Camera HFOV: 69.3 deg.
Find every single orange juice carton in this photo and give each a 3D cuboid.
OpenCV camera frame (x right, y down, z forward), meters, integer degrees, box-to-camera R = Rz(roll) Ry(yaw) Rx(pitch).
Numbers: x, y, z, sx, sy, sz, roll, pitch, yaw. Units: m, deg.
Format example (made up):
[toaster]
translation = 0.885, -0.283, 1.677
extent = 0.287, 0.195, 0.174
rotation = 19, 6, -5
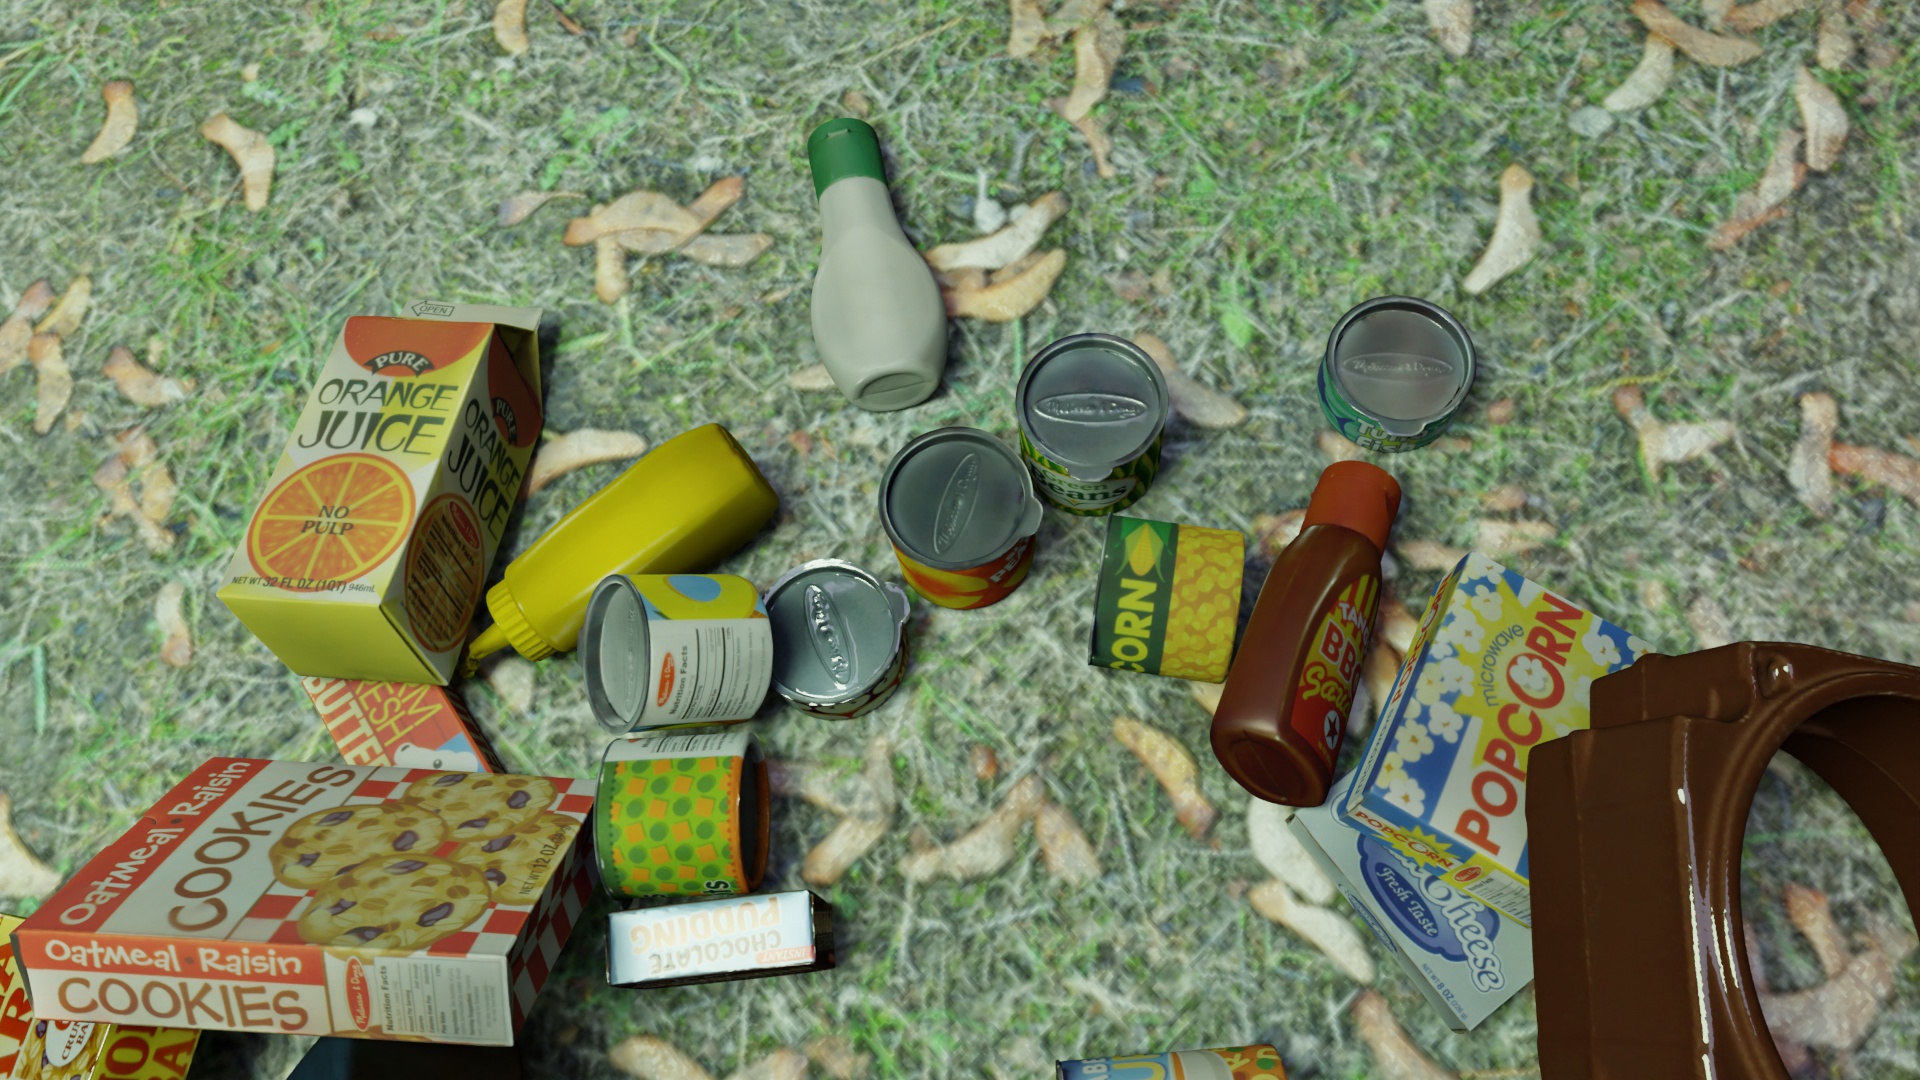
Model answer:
[orange juice carton]
translation = -0.247, -0.036, 0.626
extent = 0.072, 0.072, 0.193
rotation = 3, 56, 7

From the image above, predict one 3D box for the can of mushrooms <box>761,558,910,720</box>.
[can of mushrooms]
translation = -0.054, 0.043, 0.612
extent = 0.071, 0.033, 0.071
rotation = -2, 69, 5

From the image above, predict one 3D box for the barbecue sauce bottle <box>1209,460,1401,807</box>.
[barbecue sauce bottle]
translation = 0.148, 0.033, 0.581
extent = 0.043, 0.064, 0.149
rotation = 1, 51, 37

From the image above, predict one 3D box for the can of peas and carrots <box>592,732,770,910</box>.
[can of peas and carrots]
translation = -0.113, 0.116, 0.573
extent = 0.059, 0.070, 0.071
rotation = -4, 69, 3

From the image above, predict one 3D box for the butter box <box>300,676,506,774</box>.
[butter box]
translation = -0.244, 0.088, 0.615
extent = 0.053, 0.024, 0.104
rotation = -35, 70, -8

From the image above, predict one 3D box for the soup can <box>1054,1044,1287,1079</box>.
[soup can]
translation = 0.079, 0.222, 0.513
extent = 0.084, 0.071, 0.071
rotation = -6, 69, 2

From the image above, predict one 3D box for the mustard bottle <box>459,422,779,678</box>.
[mustard bottle]
translation = -0.159, 0.010, 0.618
extent = 0.160, 0.065, 0.049
rotation = -34, 74, -3

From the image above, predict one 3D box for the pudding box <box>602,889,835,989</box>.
[pudding box]
translation = -0.096, 0.162, 0.561
extent = 0.084, 0.049, 0.030
rotation = -6, 70, 2

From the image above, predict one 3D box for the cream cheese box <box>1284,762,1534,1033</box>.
[cream cheese box]
translation = 0.186, 0.138, 0.560
extent = 0.053, 0.024, 0.104
rotation = -35, 71, -10

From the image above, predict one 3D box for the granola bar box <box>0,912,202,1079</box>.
[granola bar box]
translation = -0.360, 0.236, 0.535
extent = 0.124, 0.039, 0.166
rotation = -3, 66, 34

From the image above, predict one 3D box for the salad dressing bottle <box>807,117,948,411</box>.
[salad dressing bottle]
translation = -0.045, -0.136, 0.674
extent = 0.064, 0.044, 0.148
rotation = -13, 68, 2

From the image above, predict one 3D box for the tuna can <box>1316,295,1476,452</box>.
[tuna can]
translation = 0.198, -0.073, 0.635
extent = 0.071, 0.032, 0.071
rotation = -2, 69, 4

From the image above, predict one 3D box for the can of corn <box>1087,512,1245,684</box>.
[can of corn]
translation = 0.087, 0.026, 0.587
extent = 0.058, 0.071, 0.071
rotation = 8, 70, 7

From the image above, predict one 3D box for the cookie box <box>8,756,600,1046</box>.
[cookie box]
translation = -0.231, 0.130, 0.522
extent = 0.167, 0.123, 0.040
rotation = 3, 109, 1

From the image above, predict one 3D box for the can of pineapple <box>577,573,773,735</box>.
[can of pineapple]
translation = -0.121, 0.046, 0.586
extent = 0.058, 0.070, 0.071
rotation = 1, 63, -38

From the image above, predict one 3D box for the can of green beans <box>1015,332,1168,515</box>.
[can of green beans]
translation = 0.059, -0.051, 0.625
extent = 0.071, 0.057, 0.071
rotation = -2, 69, 4

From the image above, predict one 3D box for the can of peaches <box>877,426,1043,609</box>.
[can of peaches]
translation = 0.002, -0.008, 0.613
extent = 0.071, 0.058, 0.071
rotation = -1, 69, 4

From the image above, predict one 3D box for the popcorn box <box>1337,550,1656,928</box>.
[popcorn box]
translation = 0.215, 0.077, 0.555
extent = 0.085, 0.038, 0.127
rotation = 29, 61, 8
